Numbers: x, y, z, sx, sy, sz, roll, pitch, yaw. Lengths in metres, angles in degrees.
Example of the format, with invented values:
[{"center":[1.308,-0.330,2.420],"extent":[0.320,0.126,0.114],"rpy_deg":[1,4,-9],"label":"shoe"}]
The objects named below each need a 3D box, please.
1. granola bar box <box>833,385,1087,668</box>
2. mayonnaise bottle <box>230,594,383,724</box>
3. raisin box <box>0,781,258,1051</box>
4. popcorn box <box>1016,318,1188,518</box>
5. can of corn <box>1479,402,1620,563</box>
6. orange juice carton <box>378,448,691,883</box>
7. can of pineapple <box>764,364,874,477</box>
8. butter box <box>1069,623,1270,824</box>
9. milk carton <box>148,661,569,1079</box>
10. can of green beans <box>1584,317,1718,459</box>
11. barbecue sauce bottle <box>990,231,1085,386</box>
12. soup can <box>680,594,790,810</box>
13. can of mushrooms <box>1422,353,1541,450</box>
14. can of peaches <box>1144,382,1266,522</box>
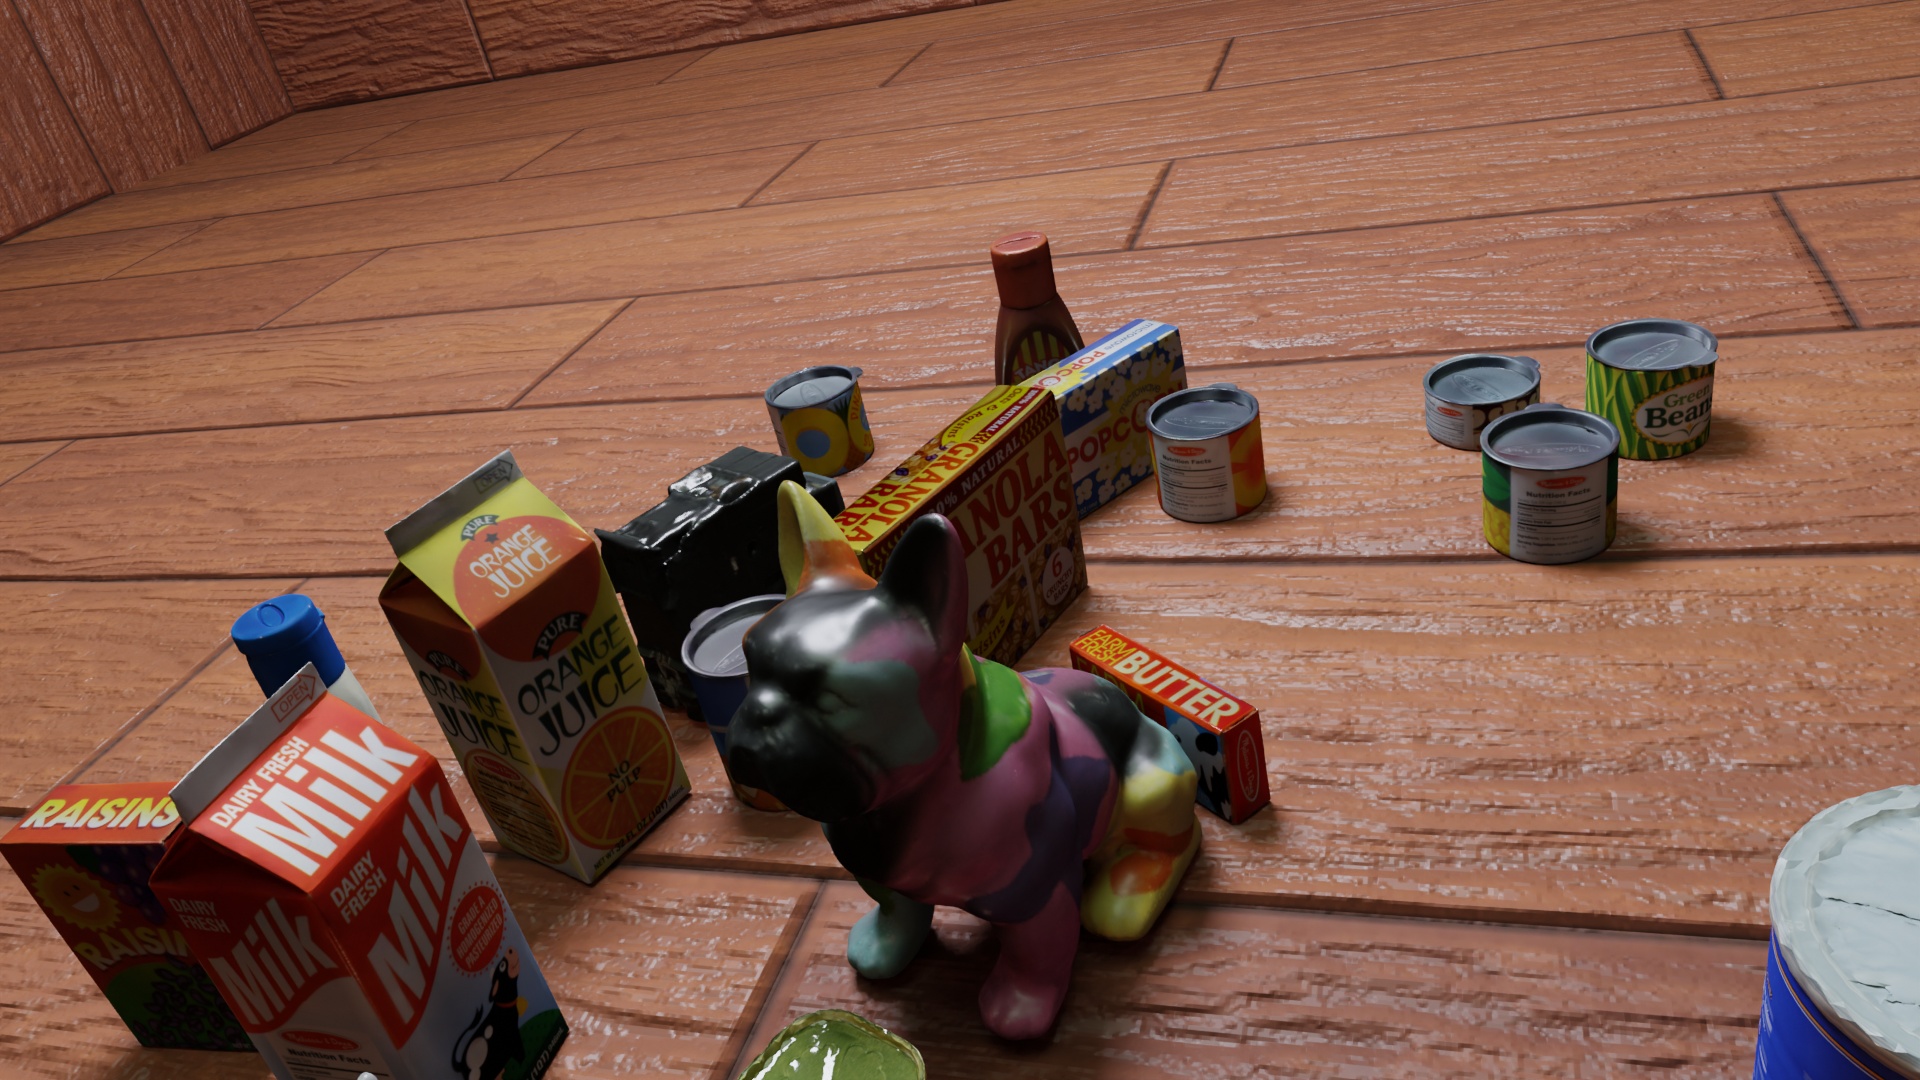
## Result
[{"center":[0.001,0.012,0.707],"extent":[0.039,0.123,0.166],"rpy_deg":[10,37,35],"label":"granola bar box"},{"center":[-0.296,0.095,0.660],"extent":[0.041,0.147,0.065],"rpy_deg":[-31,34,-28],"label":"mayonnaise bottle"},{"center":[-0.331,0.160,0.590],"extent":[0.086,0.122,0.040],"rpy_deg":[-4,31,16],"label":"raisin box"},{"center":[0.086,-0.073,0.856],"extent":[0.127,0.084,0.038],"rpy_deg":[-32,34,-29],"label":"popcorn box"},{"center":[0.306,-0.030,0.724],"extent":[0.071,0.058,0.071],"rpy_deg":[-10,30,6],"label":"can of corn"},{"center":[-0.199,0.058,0.641],"extent":[0.073,0.191,0.072],"rpy_deg":[10,37,35],"label":"orange juice carton"},{"center":[-0.096,-0.083,0.972],"extent":[0.071,0.057,0.071],"rpy_deg":[-10,30,6],"label":"can of pineapple"},{"center":[0.092,0.081,0.627],"extent":[0.024,0.053,0.103],"rpy_deg":[-29,33,-25],"label":"butter box"},{"center":[-0.222,0.141,0.511],"extent":[0.073,0.189,0.073],"rpy_deg":[-2,32,20],"label":"milk carton"},{"center":[0.389,-0.086,0.785],"extent":[0.071,0.057,0.071],"rpy_deg":[-10,30,6],"label":"can of green beans"},{"center":[0.050,-0.122,0.889],"extent":[0.065,0.147,0.044],"rpy_deg":[-12,30,2],"label":"barbecue sauce bottle"},{"center":[-0.093,0.078,0.674],"extent":[0.071,0.083,0.072],"rpy_deg":[-10,30,6],"label":"soup can"},{"center":[0.316,-0.084,0.836],"extent":[0.071,0.033,0.071],"rpy_deg":[-10,30,6],"label":"can of mushrooms"},{"center":[0.147,-0.052,0.824],"extent":[0.071,0.057,0.071],"rpy_deg":[-10,30,6],"label":"can of peaches"}]
